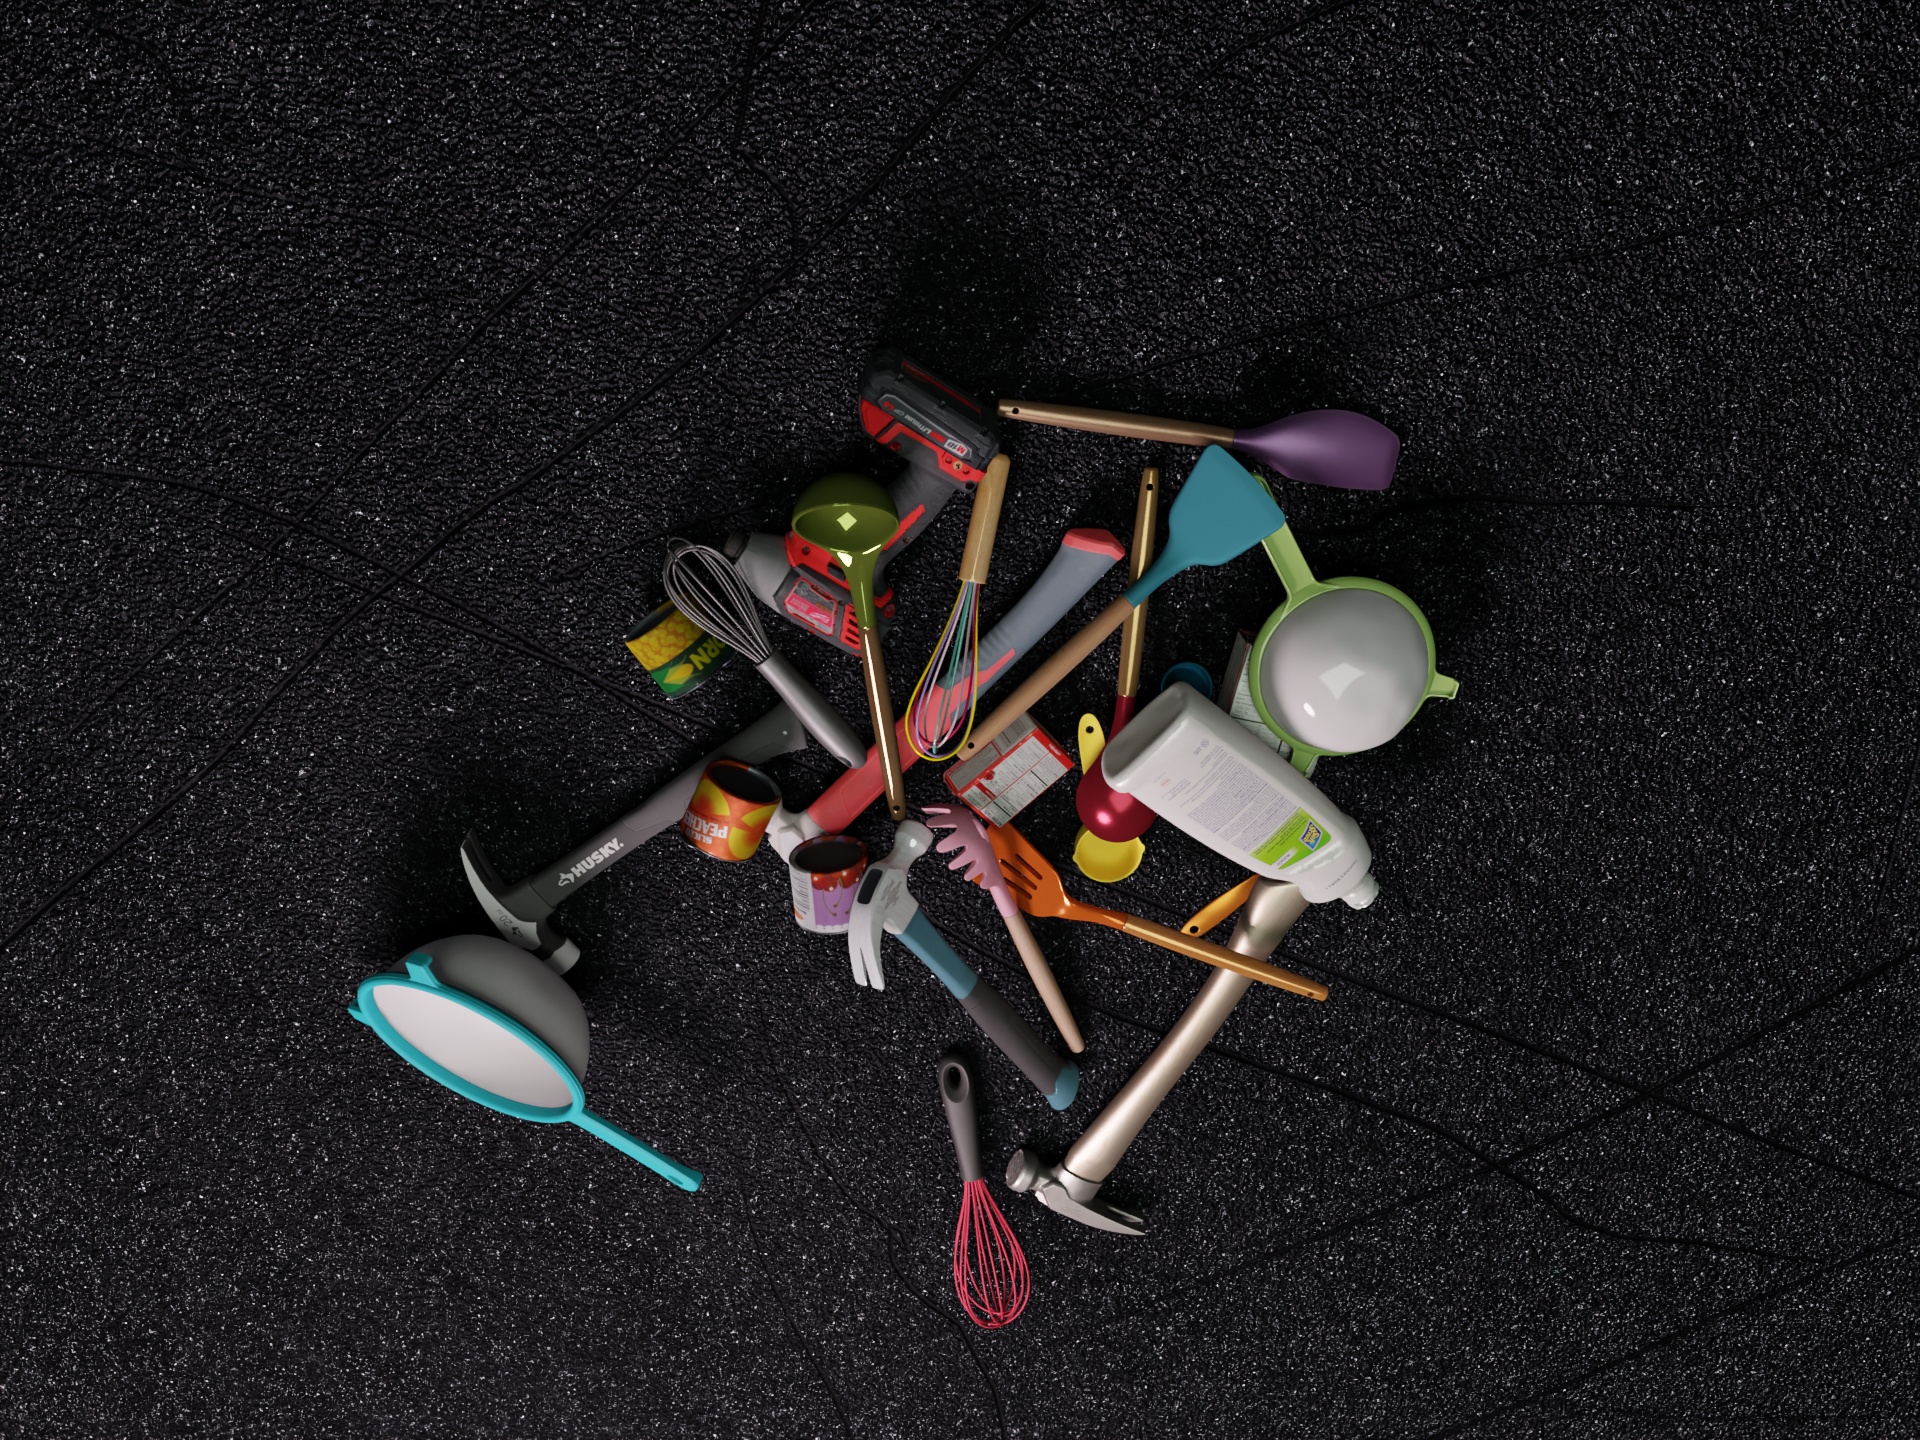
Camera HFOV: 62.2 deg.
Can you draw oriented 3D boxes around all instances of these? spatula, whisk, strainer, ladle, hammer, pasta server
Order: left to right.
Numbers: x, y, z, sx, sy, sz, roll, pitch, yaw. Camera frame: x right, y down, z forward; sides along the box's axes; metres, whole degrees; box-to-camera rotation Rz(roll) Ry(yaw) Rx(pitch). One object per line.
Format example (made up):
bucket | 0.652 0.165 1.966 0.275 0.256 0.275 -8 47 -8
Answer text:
strainer | -0.349 0.286 1.379 0.340 0.095 0.211 37 142 -17
hammer | -0.266 0.079 1.339 0.335 0.035 0.146 -34 111 13
whisk | -0.149 -0.050 1.244 0.055 0.055 0.238 -35 111 13
ladle | -0.069 -0.045 1.215 0.078 0.062 0.319 -3 124 6
hammer | -0.002 -0.004 1.306 0.143 0.038 0.386 41 107 -18
whisk | 0.001 -0.088 1.238 0.047 0.051 0.245 14 95 17
hammer | 0.013 0.234 1.366 0.330 0.033 0.128 51 59 -34
whisk | 0.015 0.443 1.493 0.073 0.073 0.295 -9 107 3
pasta server | 0.045 0.185 1.364 0.040 0.060 0.315 -24 125 2
spatula | 0.110 -0.077 1.239 0.317 0.044 0.082 -43 86 12
ladle | 0.138 -0.046 1.281 0.069 0.031 0.315 5 105 4
spatula | 0.163 0.173 1.358 0.322 0.041 0.081 20 129 -3
hammer | 0.204 0.301 1.438 0.146 0.038 0.410 26 112 -13
spatula | 0.184 -0.223 1.226 0.316 0.018 0.059 6 110 -5
strainer | 0.280 -0.075 1.226 0.151 0.069 0.256 -29 111 7

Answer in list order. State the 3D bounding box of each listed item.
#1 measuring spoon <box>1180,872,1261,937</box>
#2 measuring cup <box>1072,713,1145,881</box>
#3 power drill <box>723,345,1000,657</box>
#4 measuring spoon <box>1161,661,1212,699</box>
measuring spoon | 0.240 0.159 1.395 0.117 0.011 0.021 -39 109 14
measuring cup | 0.118 0.062 1.344 0.062 0.029 0.156 -9 111 3
power drill | -0.077 -0.165 1.217 0.143 0.079 0.219 30 113 -14
measuring spoon | 0.189 0.014 1.314 0.042 0.021 0.128 -6 99 -1
